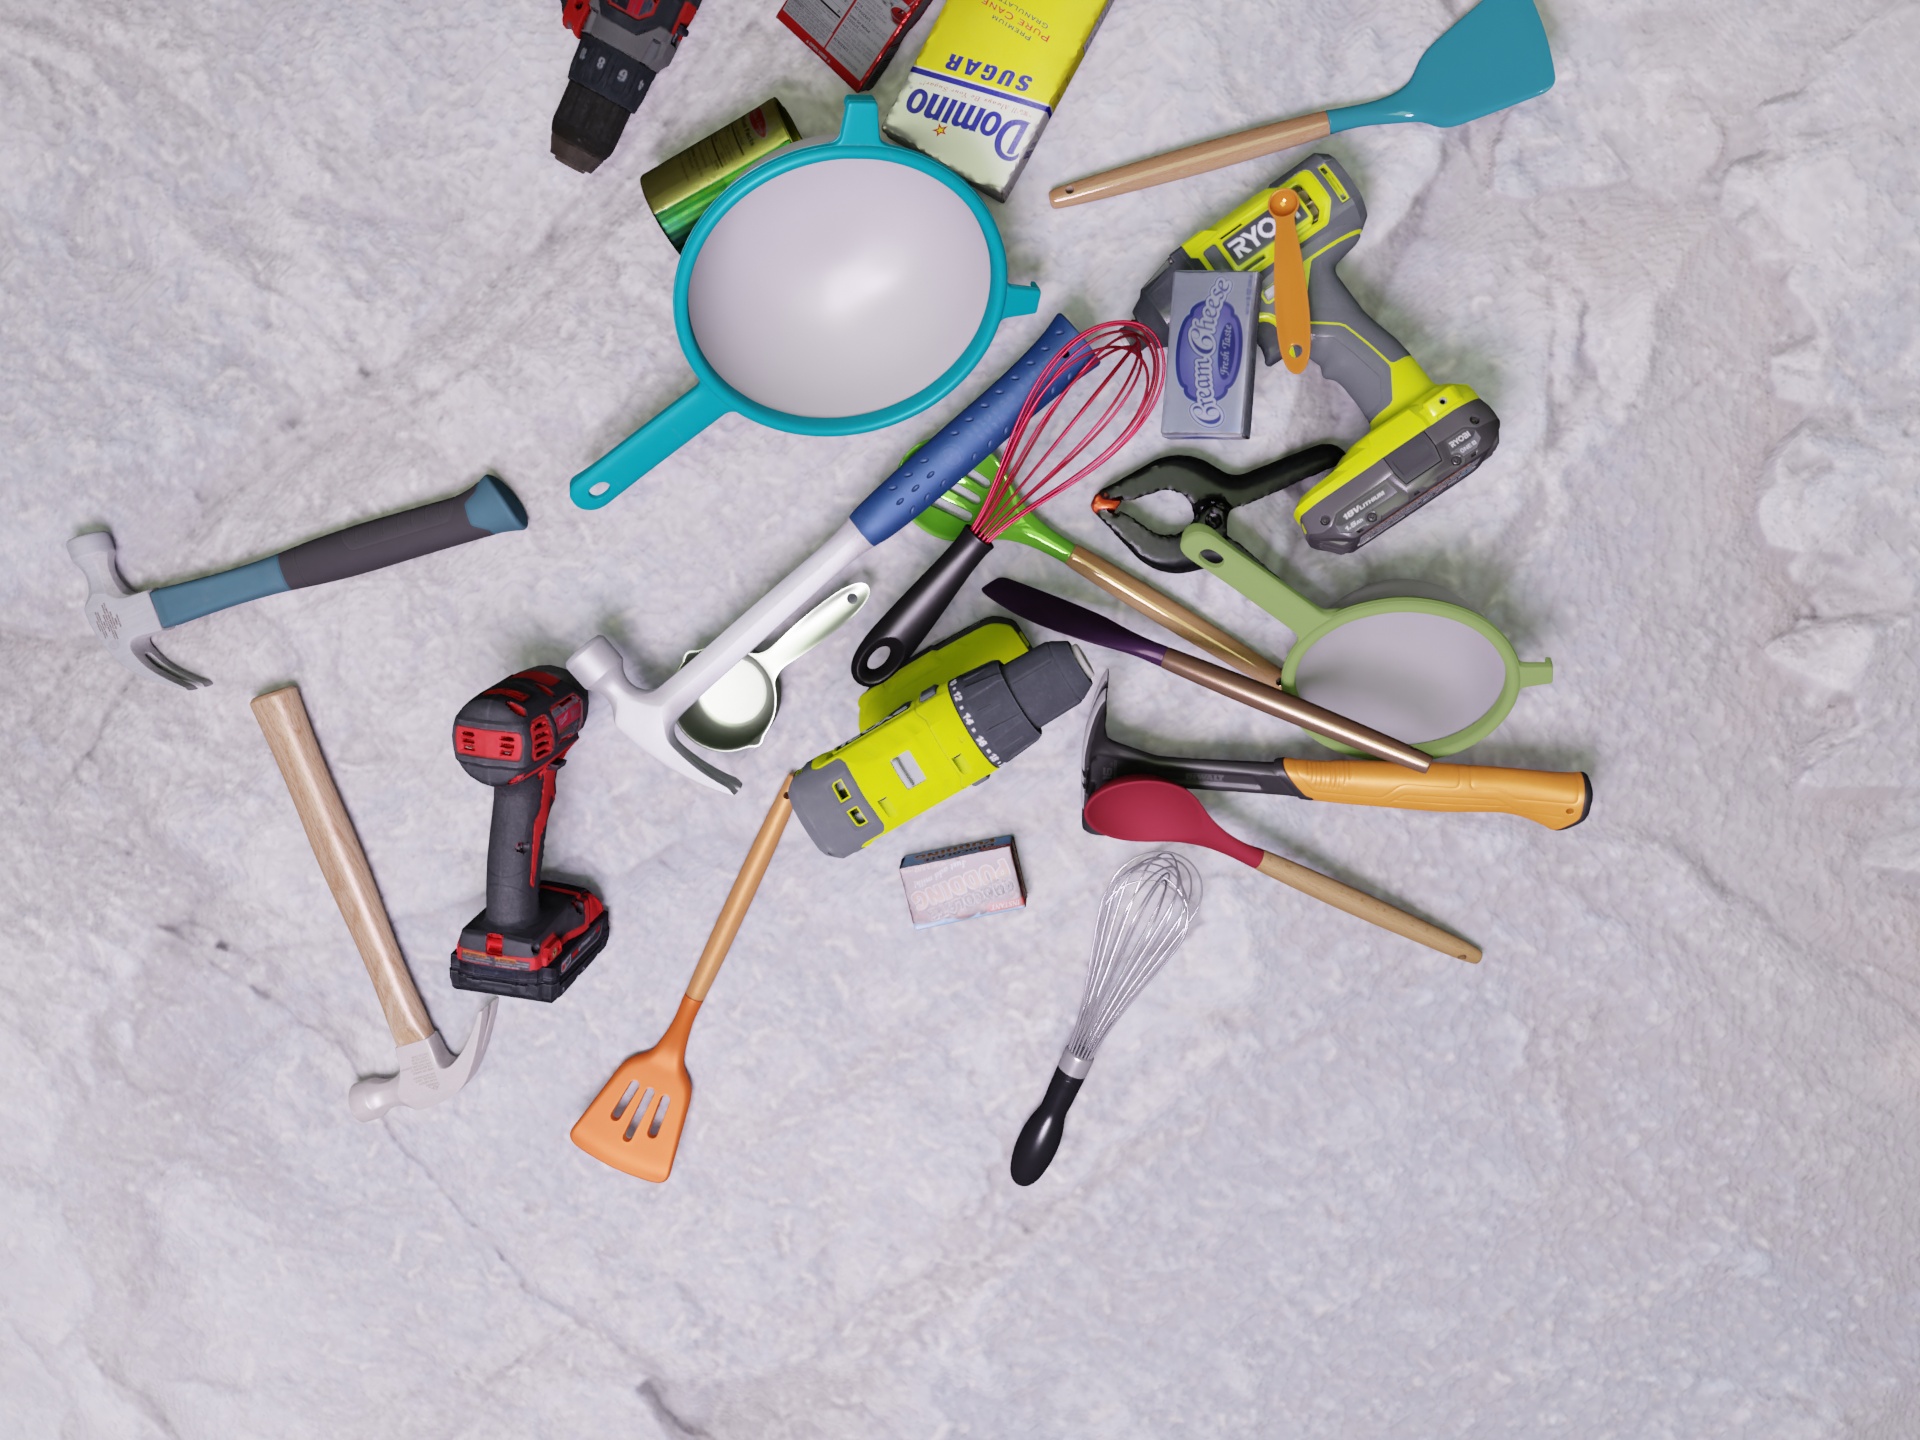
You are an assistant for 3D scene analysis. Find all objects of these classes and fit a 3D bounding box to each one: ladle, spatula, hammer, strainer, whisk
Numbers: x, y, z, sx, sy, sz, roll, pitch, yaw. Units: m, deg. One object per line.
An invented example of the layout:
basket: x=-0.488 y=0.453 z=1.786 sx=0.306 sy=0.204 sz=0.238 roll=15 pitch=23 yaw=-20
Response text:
ladle: x=0.227 y=0.105 z=1.091 sx=0.315 sy=0.031 sz=0.069 roll=24 pitch=136 yaw=-13
spatula: x=0.158 y=-0.032 z=1.050 sx=0.316 sy=0.060 sz=0.018 roll=23 pitch=116 yaw=14
hammer: x=-0.445 y=0.133 z=1.181 sx=0.130 sy=0.031 sz=0.331 roll=-18 pitch=98 yaw=8
strainer: x=0.247 y=-0.070 z=1.039 sx=0.256 sy=0.069 sz=0.151 roll=31 pitch=135 yaw=-18
spatula: x=0.209 y=-0.384 z=1.020 sx=0.317 sy=0.044 sz=0.082 roll=-14 pitch=76 yaw=9
whisk: x=0.024 y=-0.133 z=1.018 sx=0.073 sy=0.073 sz=0.296 roll=40 pitch=106 yaw=-3
strainer: x=-0.132 y=-0.260 z=1.040 sx=0.340 sy=0.095 sz=0.210 roll=-32 pitch=138 yaw=20
hammer: x=0.250 y=0.034 z=1.068 sx=0.337 sy=0.034 sz=0.127 roll=4 pitch=129 yaw=6
hammer: x=-0.070 y=-0.114 z=1.063 sx=0.405 sy=0.035 sz=0.144 roll=-40 pitch=97 yaw=8
hammer: x=-0.469 y=-0.112 z=1.136 sx=0.331 sy=0.033 sz=0.128 roll=-15 pitch=98 yaw=8
spatula: x=-0.187 y=0.184 z=1.164 sx=0.081 sy=0.041 sz=0.322 roll=26 pitch=101 yaw=1
whisk: x=0.095 y=0.217 z=1.141 sx=0.070 sy=0.070 sz=0.284 roll=23 pitch=106 yaw=0

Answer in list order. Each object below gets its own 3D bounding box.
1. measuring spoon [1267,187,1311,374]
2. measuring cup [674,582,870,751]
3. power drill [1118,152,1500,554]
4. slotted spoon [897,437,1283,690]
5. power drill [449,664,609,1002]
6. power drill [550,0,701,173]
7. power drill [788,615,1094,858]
measuring spoon: x=0.204 y=-0.271 z=0.986 sx=0.021 sy=0.011 sz=0.117 roll=-5 pitch=87 yaw=18
measuring cup: x=-0.128 y=-0.045 z=1.118 sx=0.167 sy=0.038 sz=0.083 roll=-37 pitch=96 yaw=8
power drill: x=0.221 y=-0.225 z=1.018 sx=0.171 sy=0.080 sz=0.223 roll=-34 pitch=81 yaw=9
slotted spoon: x=0.096 y=-0.099 z=1.093 sx=0.313 sy=0.031 sz=0.070 roll=30 pitch=102 yaw=-3
power drill: x=-0.297 y=0.071 z=1.108 sx=0.078 sy=0.143 sz=0.219 roll=7 pitch=108 yaw=8
power drill: x=-0.286 y=-0.485 z=1.030 sx=0.226 sy=0.080 sz=0.188 roll=28 pitch=102 yaw=-4
power drill: x=-0.002 y=-0.003 z=1.015 sx=0.190 sy=0.228 sz=0.080 roll=-30 pitch=97 yaw=10
